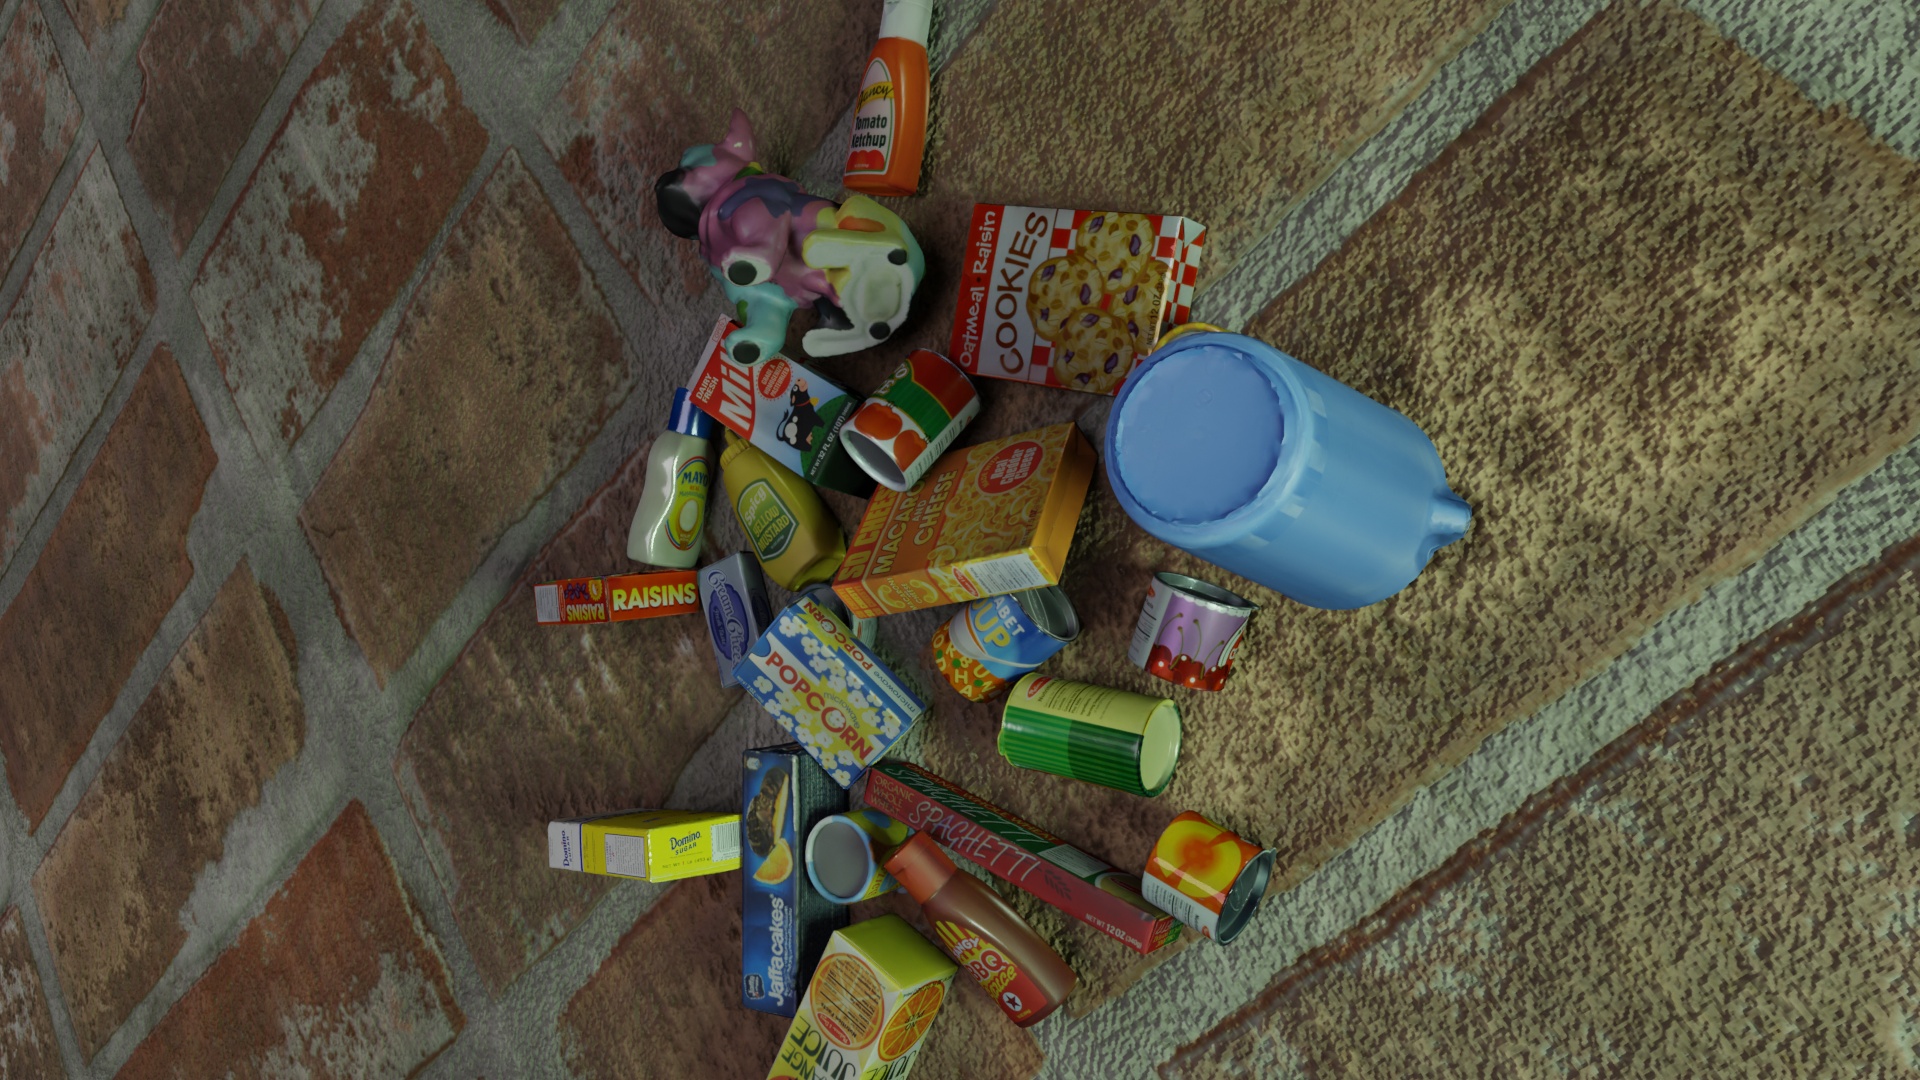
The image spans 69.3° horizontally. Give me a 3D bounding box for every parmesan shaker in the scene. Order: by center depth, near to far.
[{"bbox_3d":[0.086,0.131,0.926,0.103,0.071,0.071,8,93,34],"label":"parmesan shaker"}]

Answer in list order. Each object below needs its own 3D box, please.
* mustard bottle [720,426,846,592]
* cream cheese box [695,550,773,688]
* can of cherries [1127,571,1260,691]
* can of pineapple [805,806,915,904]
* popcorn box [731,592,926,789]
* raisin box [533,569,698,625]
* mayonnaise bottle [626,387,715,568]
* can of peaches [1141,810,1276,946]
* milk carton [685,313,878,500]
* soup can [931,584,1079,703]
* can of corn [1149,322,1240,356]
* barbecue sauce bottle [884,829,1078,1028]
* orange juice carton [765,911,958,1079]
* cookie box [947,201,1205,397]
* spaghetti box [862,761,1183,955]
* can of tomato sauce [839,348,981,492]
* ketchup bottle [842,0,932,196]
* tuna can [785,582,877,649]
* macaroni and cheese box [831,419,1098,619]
[{"bbox_3d":[-0.153,-0.034,1.108,0.065,0.049,0.160,-46,65,23],"label":"mustard bottle"},{"bbox_3d":[-0.182,0.066,1.139,0.053,0.024,0.104,-23,76,31],"label":"cream cheese box"},{"bbox_3d":[0.149,0.059,0.890,0.071,0.071,0.058,24,102,33],"label":"can of cherries"},{"bbox_3d":[-0.072,0.236,1.039,0.071,0.058,0.071,-1,88,34],"label":"can of pineapple"},{"bbox_3d":[-0.099,0.113,1.040,0.127,0.038,0.085,44,122,4],"label":"popcorn box"},{"bbox_3d":[-0.288,0.047,1.163,0.123,0.086,0.040,-5,89,47],"label":"raisin box"},{"bbox_3d":[-0.235,-0.052,1.159,0.041,0.065,0.148,14,92,32],"label":"mayonnaise bottle"},{"bbox_3d":[0.157,0.211,0.880,0.058,0.071,0.071,25,102,33],"label":"can of peaches"},{"bbox_3d":[-0.140,-0.110,1.084,0.191,0.073,0.072,32,98,31],"label":"milk carton"},{"bbox_3d":[0.028,0.064,0.968,0.083,0.071,0.071,-41,67,27],"label":"soup can"},{"bbox_3d":[0.159,-0.106,0.892,0.071,0.058,0.071,-1,88,34],"label":"can of corn"},{"bbox_3d":[0.011,0.266,0.959,0.148,0.044,0.064,46,136,4],"label":"barbecue sauce bottle"},{"bbox_3d":[-0.083,0.381,1.033,0.073,0.072,0.192,32,106,31],"label":"orange juice carton"},{"bbox_3d":[0.075,-0.166,0.962,0.167,0.040,0.122,13,96,34],"label":"cookie box"},{"bbox_3d":[0.039,0.215,0.969,0.250,0.050,0.028,21,99,33],"label":"spaghetti box"},{"bbox_3d":[-0.038,-0.087,0.997,0.071,0.071,0.083,28,67,32],"label":"can of tomato sauce"},{"bbox_3d":[-0.050,-0.338,1.052,0.065,0.043,0.148,13,95,45],"label":"ketchup bottle"},{"bbox_3d":[-0.101,0.065,1.079,0.071,0.033,0.071,-1,88,34],"label":"tuna can"},{"bbox_3d":[0.003,-0.012,0.966,0.166,0.040,0.124,-12,40,34],"label":"macaroni and cheese box"}]
